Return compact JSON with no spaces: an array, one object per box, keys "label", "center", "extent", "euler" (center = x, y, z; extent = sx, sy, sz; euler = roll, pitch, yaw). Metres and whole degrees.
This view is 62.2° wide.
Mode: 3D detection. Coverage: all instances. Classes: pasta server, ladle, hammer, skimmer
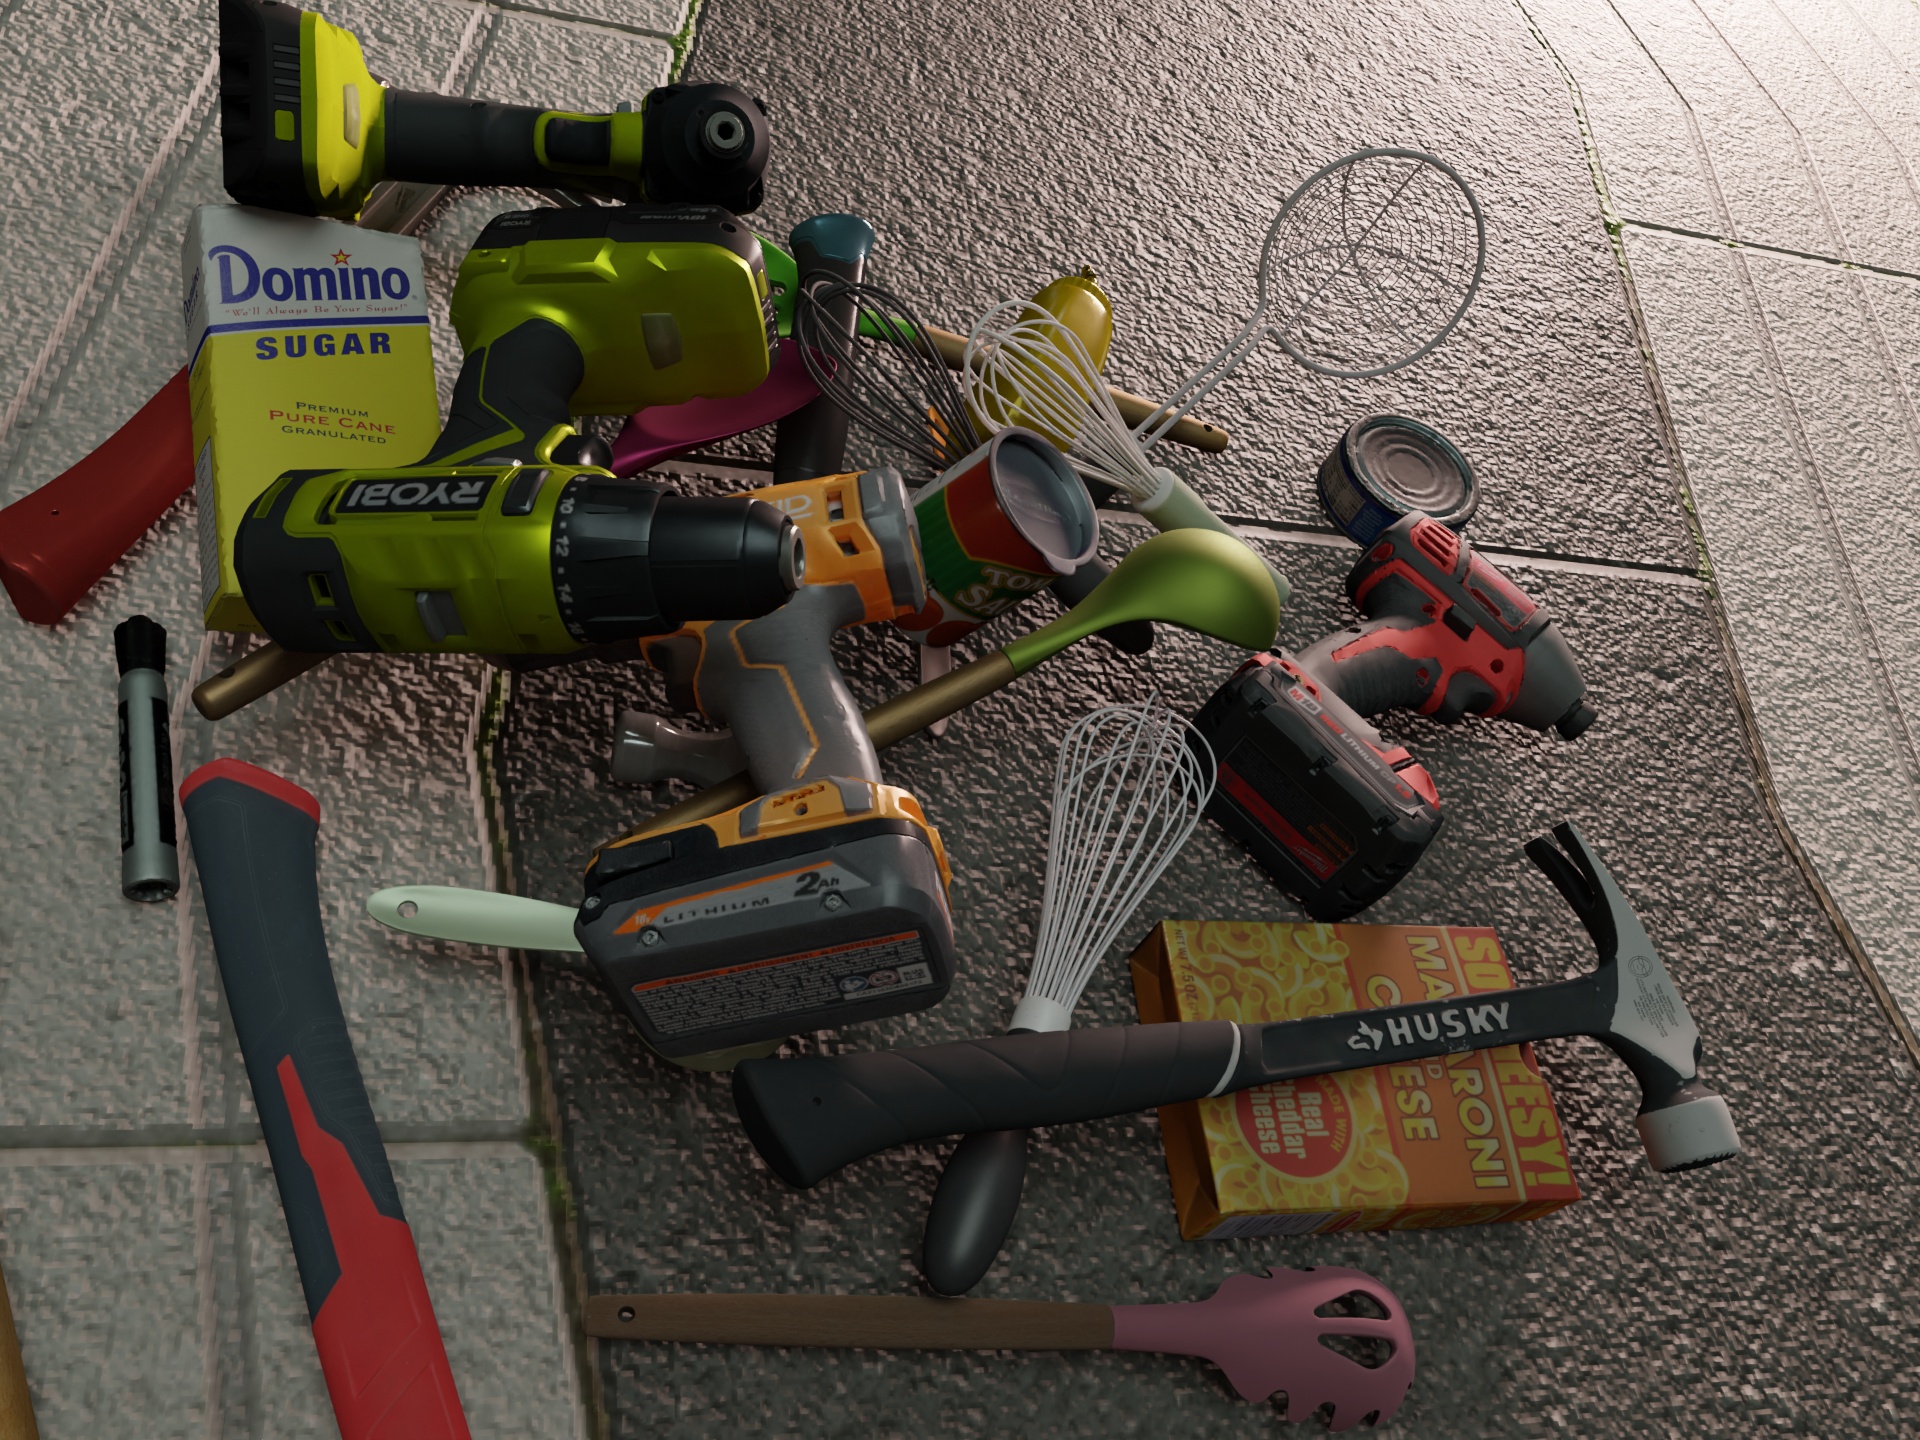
[{"label":"pasta server","center":[0.025,0.221,0.577],"extent":[0.316,0.040,0.060],"euler":[6,55,-12]},{"label":"ladle","center":[-0.001,-0.002,0.668],"extent":[0.320,0.062,0.078],"euler":[-26,37,-18]},{"label":"hammer","center":[-0.299,-0.175,0.721],"extent":[0.149,0.036,0.359],"euler":[24,52,-3]},{"label":"hammer","center":[-0.208,0.183,0.509],"extent":[0.143,0.038,0.387],"euler":[-15,64,-26]},{"label":"skimmer","center":[0.144,-0.173,0.827],"extent":[0.090,0.127,0.363],"euler":[12,47,47]},{"label":"hammer","center":[-0.074,-0.110,0.742],"extent":[0.128,0.033,0.331],"euler":[11,60,-14]},{"label":"hammer","center":[0.115,0.121,0.606],"extent":[0.408,0.036,0.149],"euler":[-2,64,-23]}]

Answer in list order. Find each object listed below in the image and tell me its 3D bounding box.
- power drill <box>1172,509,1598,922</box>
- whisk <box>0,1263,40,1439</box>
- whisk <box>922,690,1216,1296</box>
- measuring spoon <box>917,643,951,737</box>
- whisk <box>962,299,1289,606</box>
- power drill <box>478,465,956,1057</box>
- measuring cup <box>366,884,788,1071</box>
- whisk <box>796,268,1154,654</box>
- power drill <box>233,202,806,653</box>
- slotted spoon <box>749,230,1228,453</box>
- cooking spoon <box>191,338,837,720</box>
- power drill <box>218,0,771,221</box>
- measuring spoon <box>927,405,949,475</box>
[{"label":"power drill","center":[0.217,-0.007,0.772],"extent":[0.143,0.078,0.220],"euler":[44,51,12]},{"label":"whisk","center":[-0.322,0.130,0.502],"extent":[0.047,0.051,0.245],"euler":[-13,65,-33]},{"label":"whisk","center":[0.040,0.096,0.640],"extent":[0.070,0.070,0.285],"euler":[27,53,-1]},{"label":"measuring spoon","center":[-0.018,-0.046,0.749],"extent":[0.034,0.018,0.124],"euler":[25,52,-42]},{"label":"whisk","center":[0.086,-0.114,0.749],"extent":[0.246,0.058,0.059],"euler":[32,81,-40]},{"label":"power drill","center":[-0.097,0.005,0.590],"extent":[0.185,0.084,0.226],"euler":[-11,51,2]},{"label":"measuring cup","center":[-0.137,0.089,0.600],"extent":[0.167,0.038,0.083],"euler":[11,54,-11]},{"label":"whisk","center":[0.011,-0.113,0.731],"extent":[0.238,0.055,0.055],"euler":[44,50,-19]},{"label":"power drill","center":[-0.141,-0.111,0.609],"extent":[0.190,0.080,0.229],"euler":[0,44,8]},{"label":"slotted spoon","center":[-0.001,-0.194,0.849],"extent":[0.313,0.031,0.070],"euler":[16,55,-12]},{"label":"cooking spoon","center":[-0.171,-0.089,0.659],"extent":[0.069,0.017,0.319],"euler":[30,51,28]},{"label":"power drill","center":[-0.199,-0.257,0.700],"extent":[0.223,0.171,0.080],"euler":[0,102,-17]},{"label":"measuring spoon","center":[-0.007,-0.120,0.796],"extent":[0.021,0.011,0.117],"euler":[35,31,-37]}]
